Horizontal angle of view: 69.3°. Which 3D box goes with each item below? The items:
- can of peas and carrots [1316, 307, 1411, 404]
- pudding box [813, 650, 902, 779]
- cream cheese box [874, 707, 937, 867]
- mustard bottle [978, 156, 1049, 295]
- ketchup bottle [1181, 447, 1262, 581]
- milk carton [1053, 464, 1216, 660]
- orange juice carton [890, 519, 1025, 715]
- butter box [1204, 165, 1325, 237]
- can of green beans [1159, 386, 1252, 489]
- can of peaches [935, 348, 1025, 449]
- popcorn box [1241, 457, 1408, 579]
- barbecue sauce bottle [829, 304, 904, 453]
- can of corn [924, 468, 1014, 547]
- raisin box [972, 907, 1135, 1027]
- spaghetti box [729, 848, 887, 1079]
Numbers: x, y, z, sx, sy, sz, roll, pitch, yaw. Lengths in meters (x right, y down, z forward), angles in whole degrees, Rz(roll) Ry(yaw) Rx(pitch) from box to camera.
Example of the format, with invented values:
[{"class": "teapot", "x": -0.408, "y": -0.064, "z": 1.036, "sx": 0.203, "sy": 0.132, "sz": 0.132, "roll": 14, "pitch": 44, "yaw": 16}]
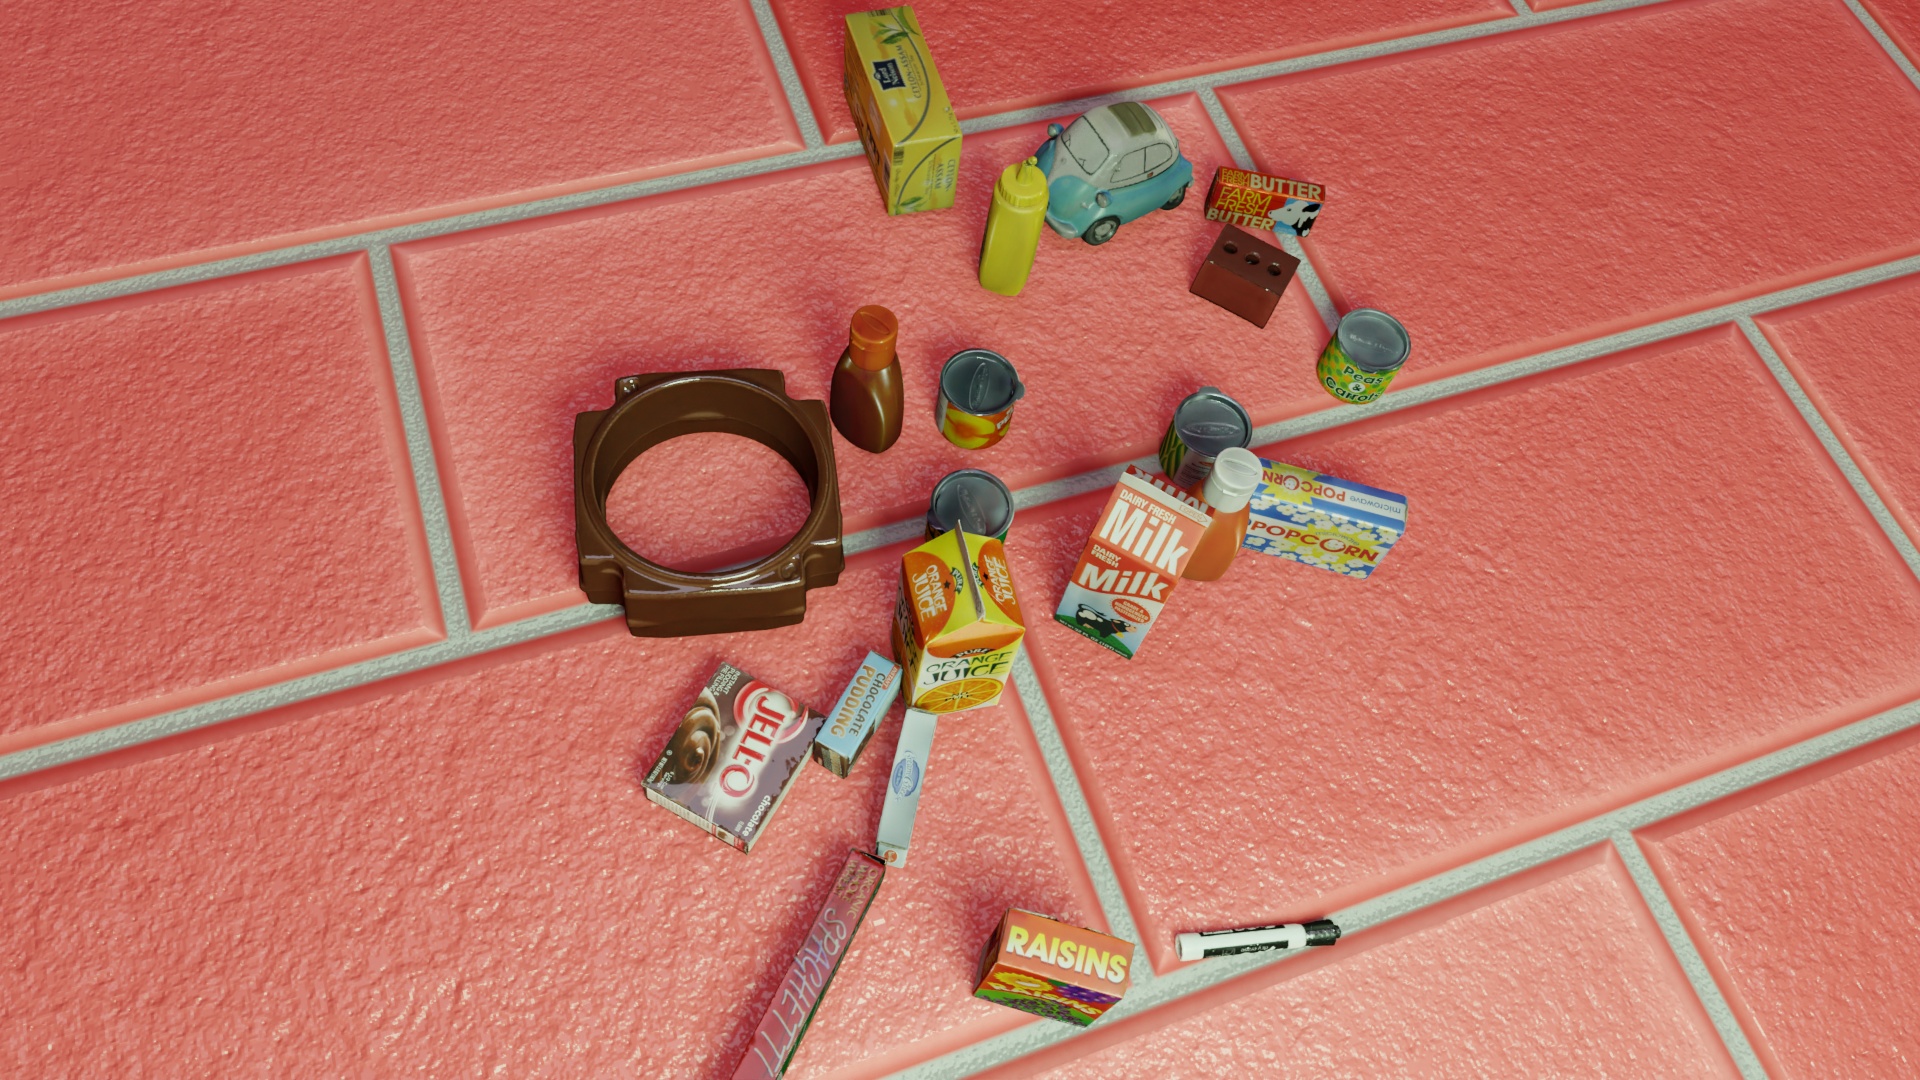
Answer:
[{"class": "can of peas and carrots", "x": 0.355, "y": -0.160, "z": 1.228, "sx": 0.071, "sy": 0.058, "sz": 0.071, "roll": 3, "pitch": 62, "yaw": -6}, {"class": "pudding box", "x": -0.075, "y": 0.129, "z": 1.028, "sx": 0.030, "sy": 0.049, "sz": 0.084, "roll": 28, "pitch": 63, "yaw": 7}, {"class": "cream cheese box", "x": -0.040, "y": 0.179, "z": 1.004, "sx": 0.024, "sy": 0.053, "sz": 0.104, "roll": 13, "pitch": 62, "yaw": 0}, {"class": "mustard bottle", "x": 0.047, "y": -0.278, "z": 1.194, "sx": 0.049, "sy": 0.159, "sz": 0.065, "roll": 13, "pitch": 62, "yaw": 0}, {"class": "ketchup bottle", "x": 0.197, "y": -0.019, "z": 1.084, "sx": 0.065, "sy": 0.148, "sz": 0.044, "roll": 20, "pitch": 62, "yaw": 3}, {"class": "milk carton", "x": 0.131, "y": 0.011, "z": 1.036, "sx": 0.072, "sy": 0.189, "sz": 0.074, "roll": 28, "pitch": 63, "yaw": 8}, {"class": "orange juice carton", "x": -0.003, "y": 0.059, "z": 0.993, "sx": 0.073, "sy": 0.191, "sz": 0.072, "roll": -9, "pitch": 64, "yaw": -11}, {"class": "butter box", "x": 0.285, "y": -0.318, "z": 1.305, "sx": 0.103, "sy": 0.053, "sz": 0.024, "roll": 11, "pitch": 62, "yaw": -1}, {"class": "can of green beans", "x": 0.206, "y": -0.083, "z": 1.169, "sx": 0.071, "sy": 0.057, "sz": 0.071, "roll": 3, "pitch": 62, "yaw": -6}, {"class": "can of peaches", "x": 0.015, "y": -0.117, "z": 1.164, "sx": 0.071, "sy": 0.057, "sz": 0.071, "roll": 3, "pitch": 62, "yaw": -6}, {"class": "popcorn box", "x": 0.287, "y": -0.017, "z": 1.129, "sx": 0.127, "sy": 0.084, "sz": 0.038, "roll": 15, "pitch": 62, "yaw": 1}, {"class": "barbecue sauce bottle", "x": -0.073, "y": -0.129, "z": 1.108, "sx": 0.065, "sy": 0.147, "sz": 0.044, "roll": 38, "pitch": 65, "yaw": 13}, {"class": "can of corn", "x": 0.004, "y": -0.014, "z": 1.108, "sx": 0.071, "sy": 0.058, "sz": 0.071, "roll": 3, "pitch": 62, "yaw": -6}, {"class": "raisin box", "x": 0.060, "y": 0.285, "z": 0.922, "sx": 0.086, "sy": 0.122, "sz": 0.040, "roll": 16, "pitch": 62, "yaw": 1}, {"class": "spaghetti box", "x": -0.117, "y": 0.322, "z": 0.922, "sx": 0.029, "sy": 0.050, "sz": 0.251, "roll": 25, "pitch": 62, "yaw": 6}]
